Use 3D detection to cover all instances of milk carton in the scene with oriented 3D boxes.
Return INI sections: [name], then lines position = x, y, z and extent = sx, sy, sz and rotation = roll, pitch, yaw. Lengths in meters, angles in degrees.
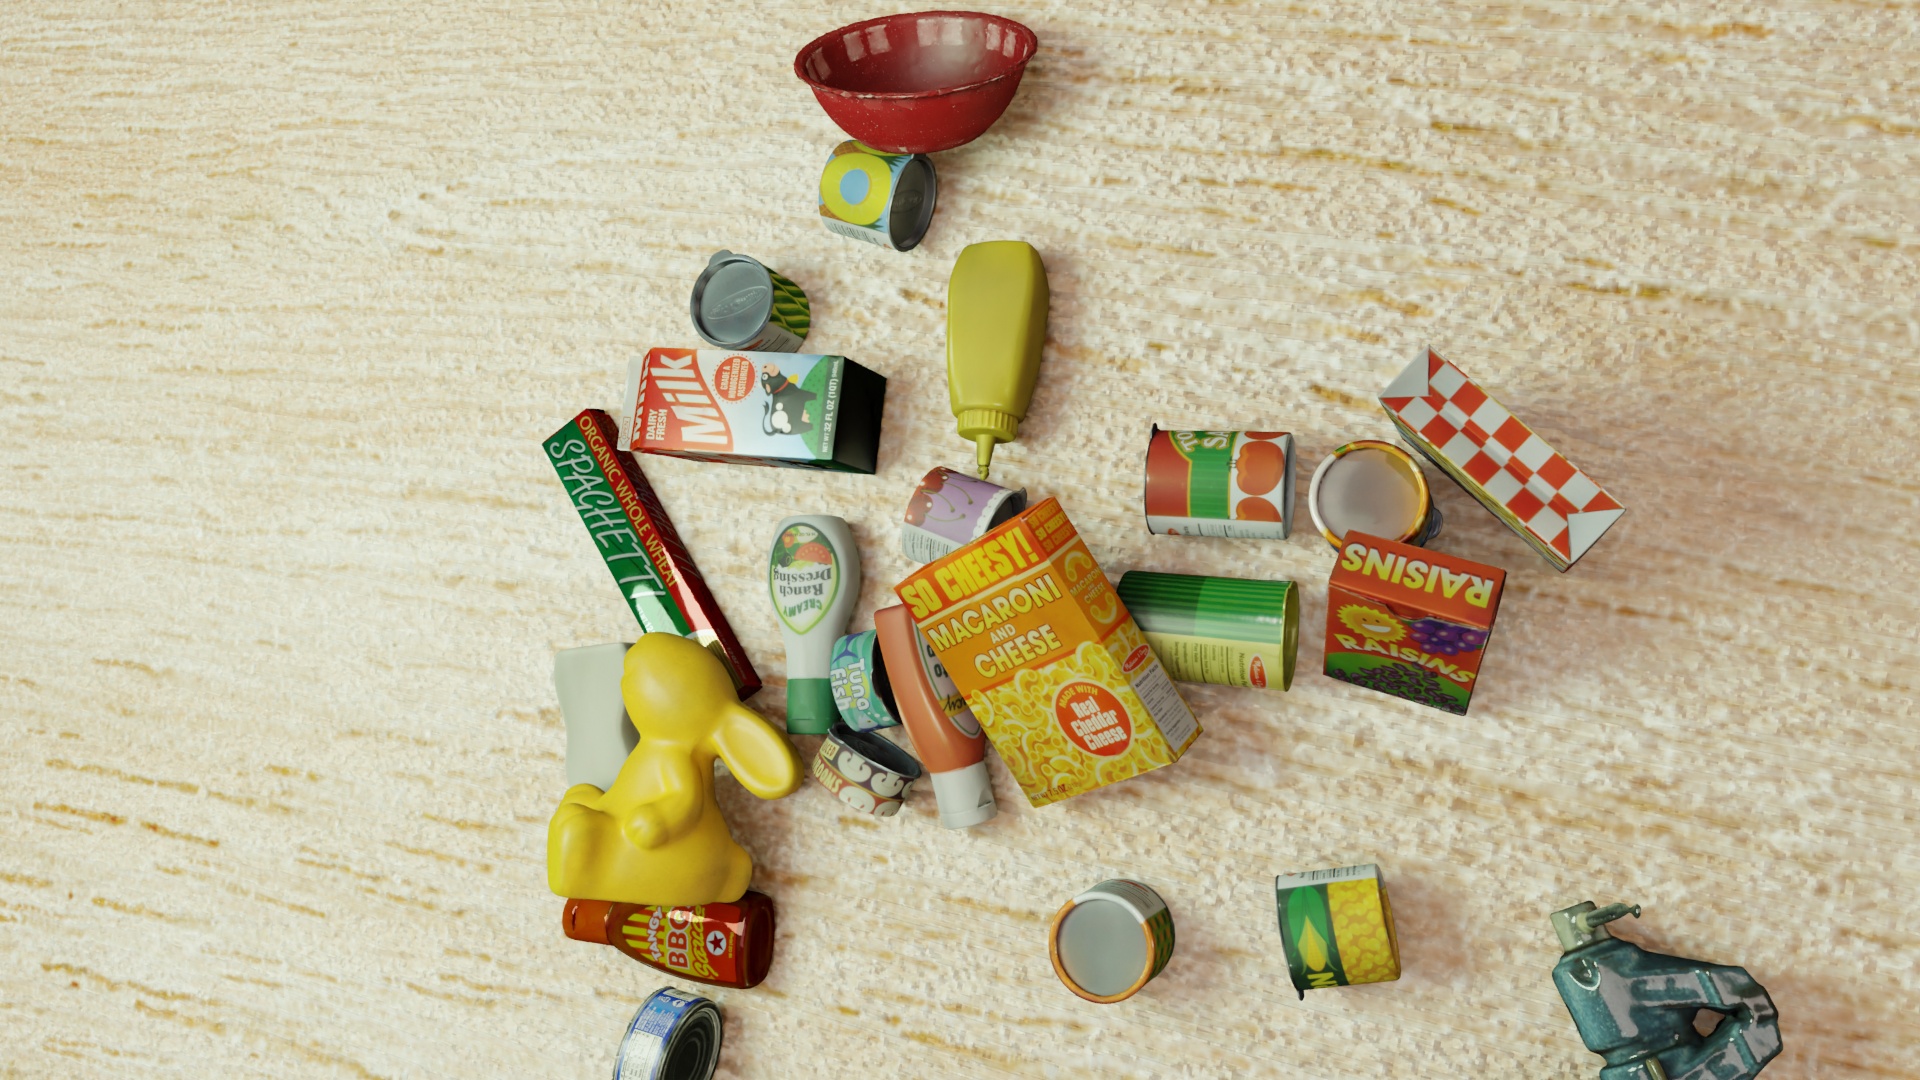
[milk carton]
position = -0.155, -0.091, 0.966
extent = 0.190, 0.073, 0.072
rotation = 6, 87, 21

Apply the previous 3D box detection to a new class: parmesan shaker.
[parmesan shaker]
position = 0.148, 0.051, 0.841
extent = 0.103, 0.071, 0.071
rotation = 4, 86, 21

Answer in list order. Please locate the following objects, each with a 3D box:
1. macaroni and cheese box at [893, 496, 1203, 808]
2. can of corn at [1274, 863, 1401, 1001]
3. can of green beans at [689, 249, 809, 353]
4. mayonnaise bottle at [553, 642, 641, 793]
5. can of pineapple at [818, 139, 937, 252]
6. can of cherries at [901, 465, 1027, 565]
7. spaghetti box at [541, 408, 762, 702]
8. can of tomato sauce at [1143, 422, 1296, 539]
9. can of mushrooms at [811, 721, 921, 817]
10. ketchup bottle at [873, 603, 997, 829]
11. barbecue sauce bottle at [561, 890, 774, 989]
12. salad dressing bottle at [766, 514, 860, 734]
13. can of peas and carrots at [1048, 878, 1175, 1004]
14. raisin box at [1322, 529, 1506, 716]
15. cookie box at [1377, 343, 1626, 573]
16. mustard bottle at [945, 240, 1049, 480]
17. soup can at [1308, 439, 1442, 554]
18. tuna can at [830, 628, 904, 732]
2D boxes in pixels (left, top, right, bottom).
[macaroni and cheese box]
position = 0.050, 0.070, 0.839
extent = 0.123, 0.040, 0.166
rotation = -29, 94, 43
[can of corn]
position = 0.217, 0.225, 0.798
extent = 0.058, 0.071, 0.071
rotation = -13, 80, 18
[can of green beans]
position = -0.147, -0.162, 0.980
extent = 0.071, 0.058, 0.071
rotation = -2, 84, 20
[mayonnaise bottle]
position = -0.253, 0.149, 0.993
extent = 0.065, 0.041, 0.148
rotation = -8, 83, 15
[can of pineapple]
position = -0.056, -0.238, 0.951
extent = 0.058, 0.071, 0.071
rotation = 19, 91, 21
[can of cherries]
position = 0.003, -0.011, 0.905
extent = 0.058, 0.071, 0.071
rotation = 19, 91, 22
[spaghetti box]
position = -0.226, 0.014, 1.004
extent = 0.050, 0.028, 0.250
rotation = -36, 74, 12
[can of tomato sauce]
position = 0.159, -0.037, 0.849
extent = 0.083, 0.071, 0.071
rotation = 3, 85, 20
[can of mushrooms]
position = -0.064, 0.149, 0.907
extent = 0.071, 0.071, 0.033
rotation = 33, 97, 20
[ketchup bottle]
position = -0.012, 0.110, 0.900
extent = 0.043, 0.065, 0.149
rotation = -16, 87, 39
[barbecue sauce bottle]
position = -0.203, 0.267, 0.959
extent = 0.148, 0.043, 0.065
rotation = 2, 87, 21
[salad dressing bottle]
position = -0.100, 0.058, 0.945
extent = 0.064, 0.044, 0.147
rotation = -4, 83, 19
[can of peas and carrots]
position = 0.092, 0.245, 0.845
extent = 0.071, 0.059, 0.071
rotation = -2, 83, 20
[raisin box]
position = 0.249, 0.048, 0.774
extent = 0.086, 0.123, 0.040
rotation = 17, 66, 21
[cookie box]
position = 0.292, -0.039, 0.748
extent = 0.123, 0.167, 0.040
rotation = 45, 103, 18
[mustard bottle]
position = 0.021, -0.115, 0.910
extent = 0.065, 0.048, 0.160
rotation = 1, 77, 21
[soup can]
position = 0.243, -0.020, 0.808
extent = 0.071, 0.084, 0.071
rotation = -2, 83, 19
[tuna can]
position = -0.058, 0.092, 0.911
extent = 0.033, 0.071, 0.071
rotation = -15, 79, 19
